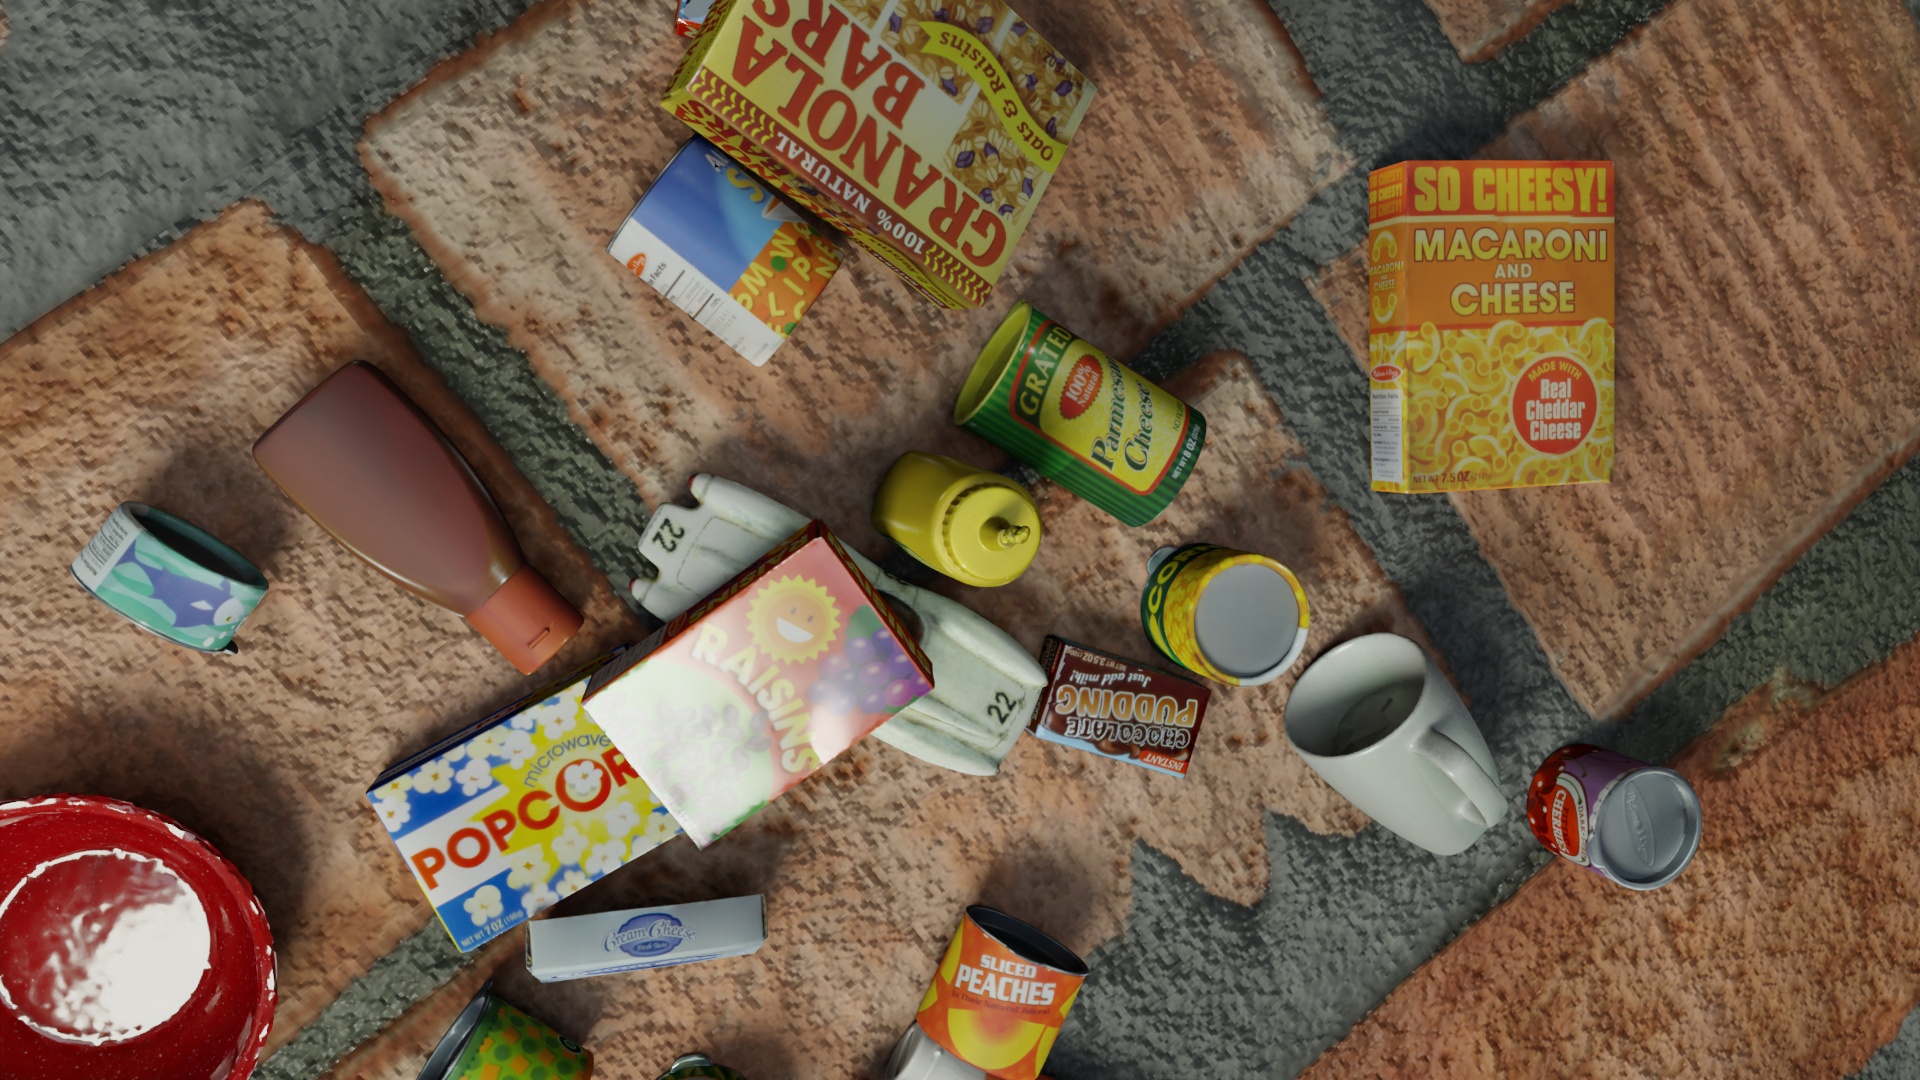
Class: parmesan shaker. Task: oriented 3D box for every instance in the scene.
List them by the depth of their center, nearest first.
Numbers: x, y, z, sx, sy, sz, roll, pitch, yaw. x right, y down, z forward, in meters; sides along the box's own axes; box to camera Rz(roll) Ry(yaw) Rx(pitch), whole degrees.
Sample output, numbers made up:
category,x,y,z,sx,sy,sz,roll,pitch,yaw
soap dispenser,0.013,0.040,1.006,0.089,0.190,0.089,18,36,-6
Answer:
category,x,y,z,sx,sy,sz,roll,pitch,yaw
parmesan shaker,0.058,-0.061,0.662,0.103,0.071,0.071,29,87,-14

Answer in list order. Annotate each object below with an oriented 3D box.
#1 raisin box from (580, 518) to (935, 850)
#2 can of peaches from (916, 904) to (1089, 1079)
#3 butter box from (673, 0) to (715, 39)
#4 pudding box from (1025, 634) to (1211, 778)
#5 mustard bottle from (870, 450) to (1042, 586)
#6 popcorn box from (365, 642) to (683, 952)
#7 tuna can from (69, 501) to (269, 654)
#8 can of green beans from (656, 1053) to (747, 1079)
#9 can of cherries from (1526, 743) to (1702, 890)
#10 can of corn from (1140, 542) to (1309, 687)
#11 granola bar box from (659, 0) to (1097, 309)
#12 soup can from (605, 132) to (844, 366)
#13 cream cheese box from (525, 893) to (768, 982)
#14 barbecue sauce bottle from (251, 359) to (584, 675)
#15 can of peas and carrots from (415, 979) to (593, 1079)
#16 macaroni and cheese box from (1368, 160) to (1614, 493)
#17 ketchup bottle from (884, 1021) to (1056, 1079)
category,x,y,z,sx,sy,sz,roll,pitch,yaw
raisin box,-0.085,0.061,0.595,0.123,0.040,0.086,-35,103,3
can of peaches,0.019,0.218,0.667,0.071,0.071,0.058,27,89,-14
butter box,-0.076,-0.247,0.637,0.103,0.024,0.053,11,91,-14
pudding box,0.077,0.083,0.694,0.084,0.030,0.049,19,90,-14
mustard bottle,0.002,-0.008,0.602,0.065,0.160,0.049,27,89,-13
popcorn box,-0.186,0.114,0.626,0.127,0.038,0.085,-28,100,-11
tuna can,-0.322,0.016,0.573,0.071,0.071,0.033,36,85,-14
can of green beans,-0.121,0.287,0.644,0.071,0.058,0.071,-1,94,-14
can of cherries,0.350,0.148,0.751,0.071,0.058,0.071,-1,95,-14
can of corn,0.129,0.034,0.688,0.071,0.058,0.071,-1,94,-14
granola bar box,-0.032,-0.198,0.616,0.165,0.039,0.124,32,81,-32
soup can,-0.102,-0.130,0.617,0.083,0.071,0.071,37,85,-14
cream cheese box,-0.142,0.181,0.633,0.104,0.053,0.024,-4,69,-14
barbecue sauce bottle,-0.229,-0.005,0.605,0.065,0.043,0.148,-44,103,-7
can of peas and carrots,-0.205,0.242,0.618,0.058,0.071,0.071,37,85,-14
macaroni and cheese box,0.276,-0.111,0.725,0.124,0.040,0.166,-3,95,-13
ketchup bottle,0.033,0.290,0.682,0.149,0.065,0.043,35,121,-6
